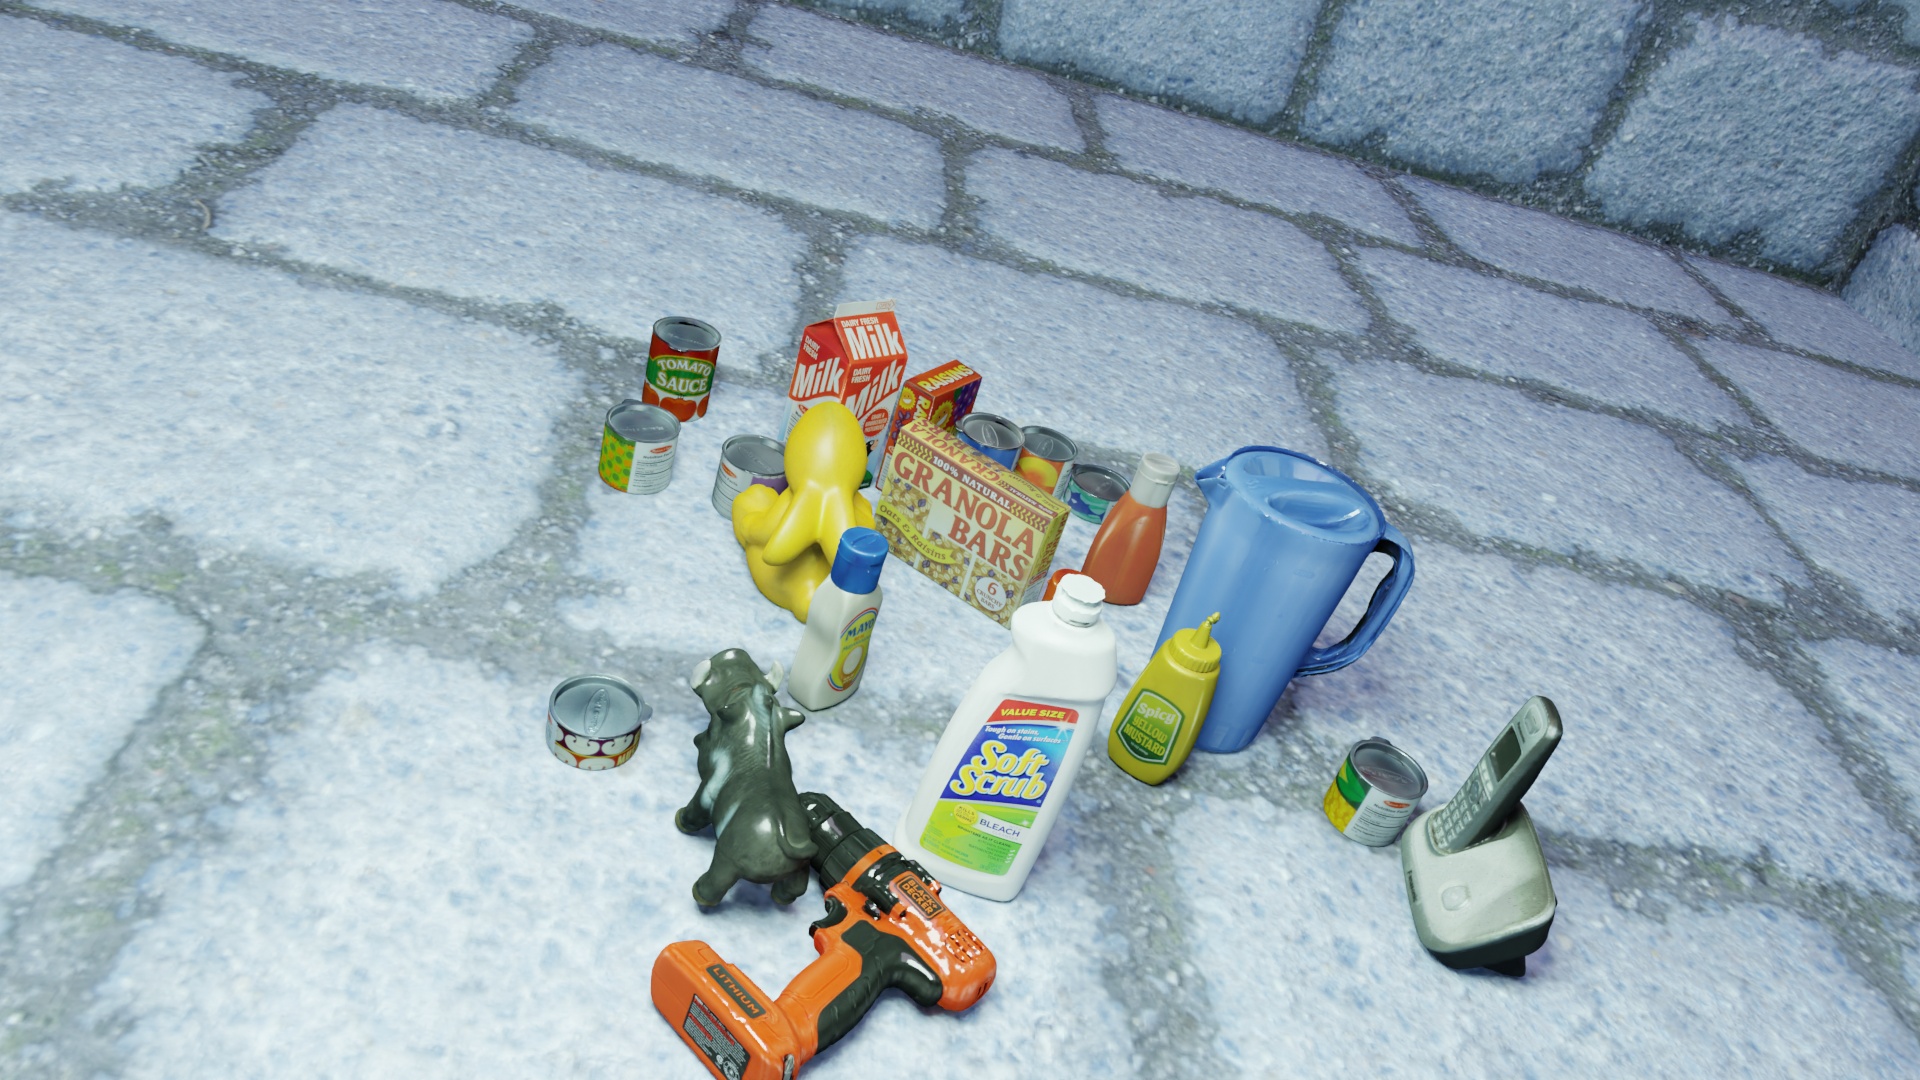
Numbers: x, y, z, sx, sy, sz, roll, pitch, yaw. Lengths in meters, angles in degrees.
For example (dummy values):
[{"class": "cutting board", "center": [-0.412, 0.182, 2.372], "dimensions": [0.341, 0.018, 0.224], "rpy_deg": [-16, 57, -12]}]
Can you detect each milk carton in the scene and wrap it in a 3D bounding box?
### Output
[{"class": "milk carton", "center": [-0.109, -0.140, 1.301], "dimensions": [0.072, 0.189, 0.073], "rpy_deg": [-15, 46, -42]}]

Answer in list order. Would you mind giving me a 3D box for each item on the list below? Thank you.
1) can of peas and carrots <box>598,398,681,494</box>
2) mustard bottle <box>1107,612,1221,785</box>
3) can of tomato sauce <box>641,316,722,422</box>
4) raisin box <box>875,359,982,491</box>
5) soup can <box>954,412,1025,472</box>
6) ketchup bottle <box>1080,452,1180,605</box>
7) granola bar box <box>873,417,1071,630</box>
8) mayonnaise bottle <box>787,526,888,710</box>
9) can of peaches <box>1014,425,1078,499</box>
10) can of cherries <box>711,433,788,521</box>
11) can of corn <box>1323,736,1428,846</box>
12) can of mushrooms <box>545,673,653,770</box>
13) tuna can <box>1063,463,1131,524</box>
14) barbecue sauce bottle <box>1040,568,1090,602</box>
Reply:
[{"class": "can of peas and carrots", "center": [-0.290, -0.084, 1.250], "dimensions": [0.071, 0.058, 0.071], "rpy_deg": [13, 33, -8]}, {"class": "mustard bottle", "center": [0.166, 0.117, 1.082], "dimensions": [0.065, 0.159, 0.049], "rpy_deg": [31, 34, 19]}, {"class": "can of tomato sauce", "center": [-0.273, -0.166, 1.358], "dimensions": [0.071, 0.082, 0.071], "rpy_deg": [13, 33, -8]}, {"class": "raisin box", "center": [-0.031, -0.106, 1.352], "dimensions": [0.040, 0.122, 0.086], "rpy_deg": [33, 35, 22]}, {"class": "soup can", "center": [0.018, -0.075, 1.365], "dimensions": [0.071, 0.083, 0.072], "rpy_deg": [13, 33, -8]}, {"class": "ketchup bottle", "center": [0.161, -0.010, 1.280], "dimensions": [0.065, 0.148, 0.044], "rpy_deg": [11, 33, -11]}, {"class": "granola bar box", "center": [0.004, -0.015, 1.233], "dimensions": [0.166, 0.123, 0.039], "rpy_deg": [32, 35, 21]}, {"class": "mayonnaise bottle", "center": [-0.089, 0.059, 1.054], "dimensions": [0.041, 0.147, 0.065], "rpy_deg": [36, 36, 25]}, {"class": "can of peaches", "center": [0.078, -0.077, 1.423], "dimensions": [0.071, 0.057, 0.071], "rpy_deg": [13, 33, -8]}, {"class": "can of cherries", "center": [-0.186, -0.055, 1.259], "dimensions": [0.071, 0.058, 0.072], "rpy_deg": [13, 33, -8]}, {"class": "can of corn", "center": [0.337, 0.204, 1.132], "dimensions": [0.071, 0.058, 0.071], "rpy_deg": [13, 33, -8]}, {"class": "can of mushrooms", "center": [-0.254, 0.128, 0.976], "dimensions": [0.071, 0.033, 0.071], "rpy_deg": [13, 33, -8]}, {"class": "tuna can", "center": [0.139, -0.049, 1.434], "dimensions": [0.071, 0.032, 0.071], "rpy_deg": [13, 33, -8]}, {"class": "barbecue sauce bottle", "center": [0.066, 0.090, 1.084], "dimensions": [0.044, 0.147, 0.065], "rpy_deg": [33, 35, 22]}]
